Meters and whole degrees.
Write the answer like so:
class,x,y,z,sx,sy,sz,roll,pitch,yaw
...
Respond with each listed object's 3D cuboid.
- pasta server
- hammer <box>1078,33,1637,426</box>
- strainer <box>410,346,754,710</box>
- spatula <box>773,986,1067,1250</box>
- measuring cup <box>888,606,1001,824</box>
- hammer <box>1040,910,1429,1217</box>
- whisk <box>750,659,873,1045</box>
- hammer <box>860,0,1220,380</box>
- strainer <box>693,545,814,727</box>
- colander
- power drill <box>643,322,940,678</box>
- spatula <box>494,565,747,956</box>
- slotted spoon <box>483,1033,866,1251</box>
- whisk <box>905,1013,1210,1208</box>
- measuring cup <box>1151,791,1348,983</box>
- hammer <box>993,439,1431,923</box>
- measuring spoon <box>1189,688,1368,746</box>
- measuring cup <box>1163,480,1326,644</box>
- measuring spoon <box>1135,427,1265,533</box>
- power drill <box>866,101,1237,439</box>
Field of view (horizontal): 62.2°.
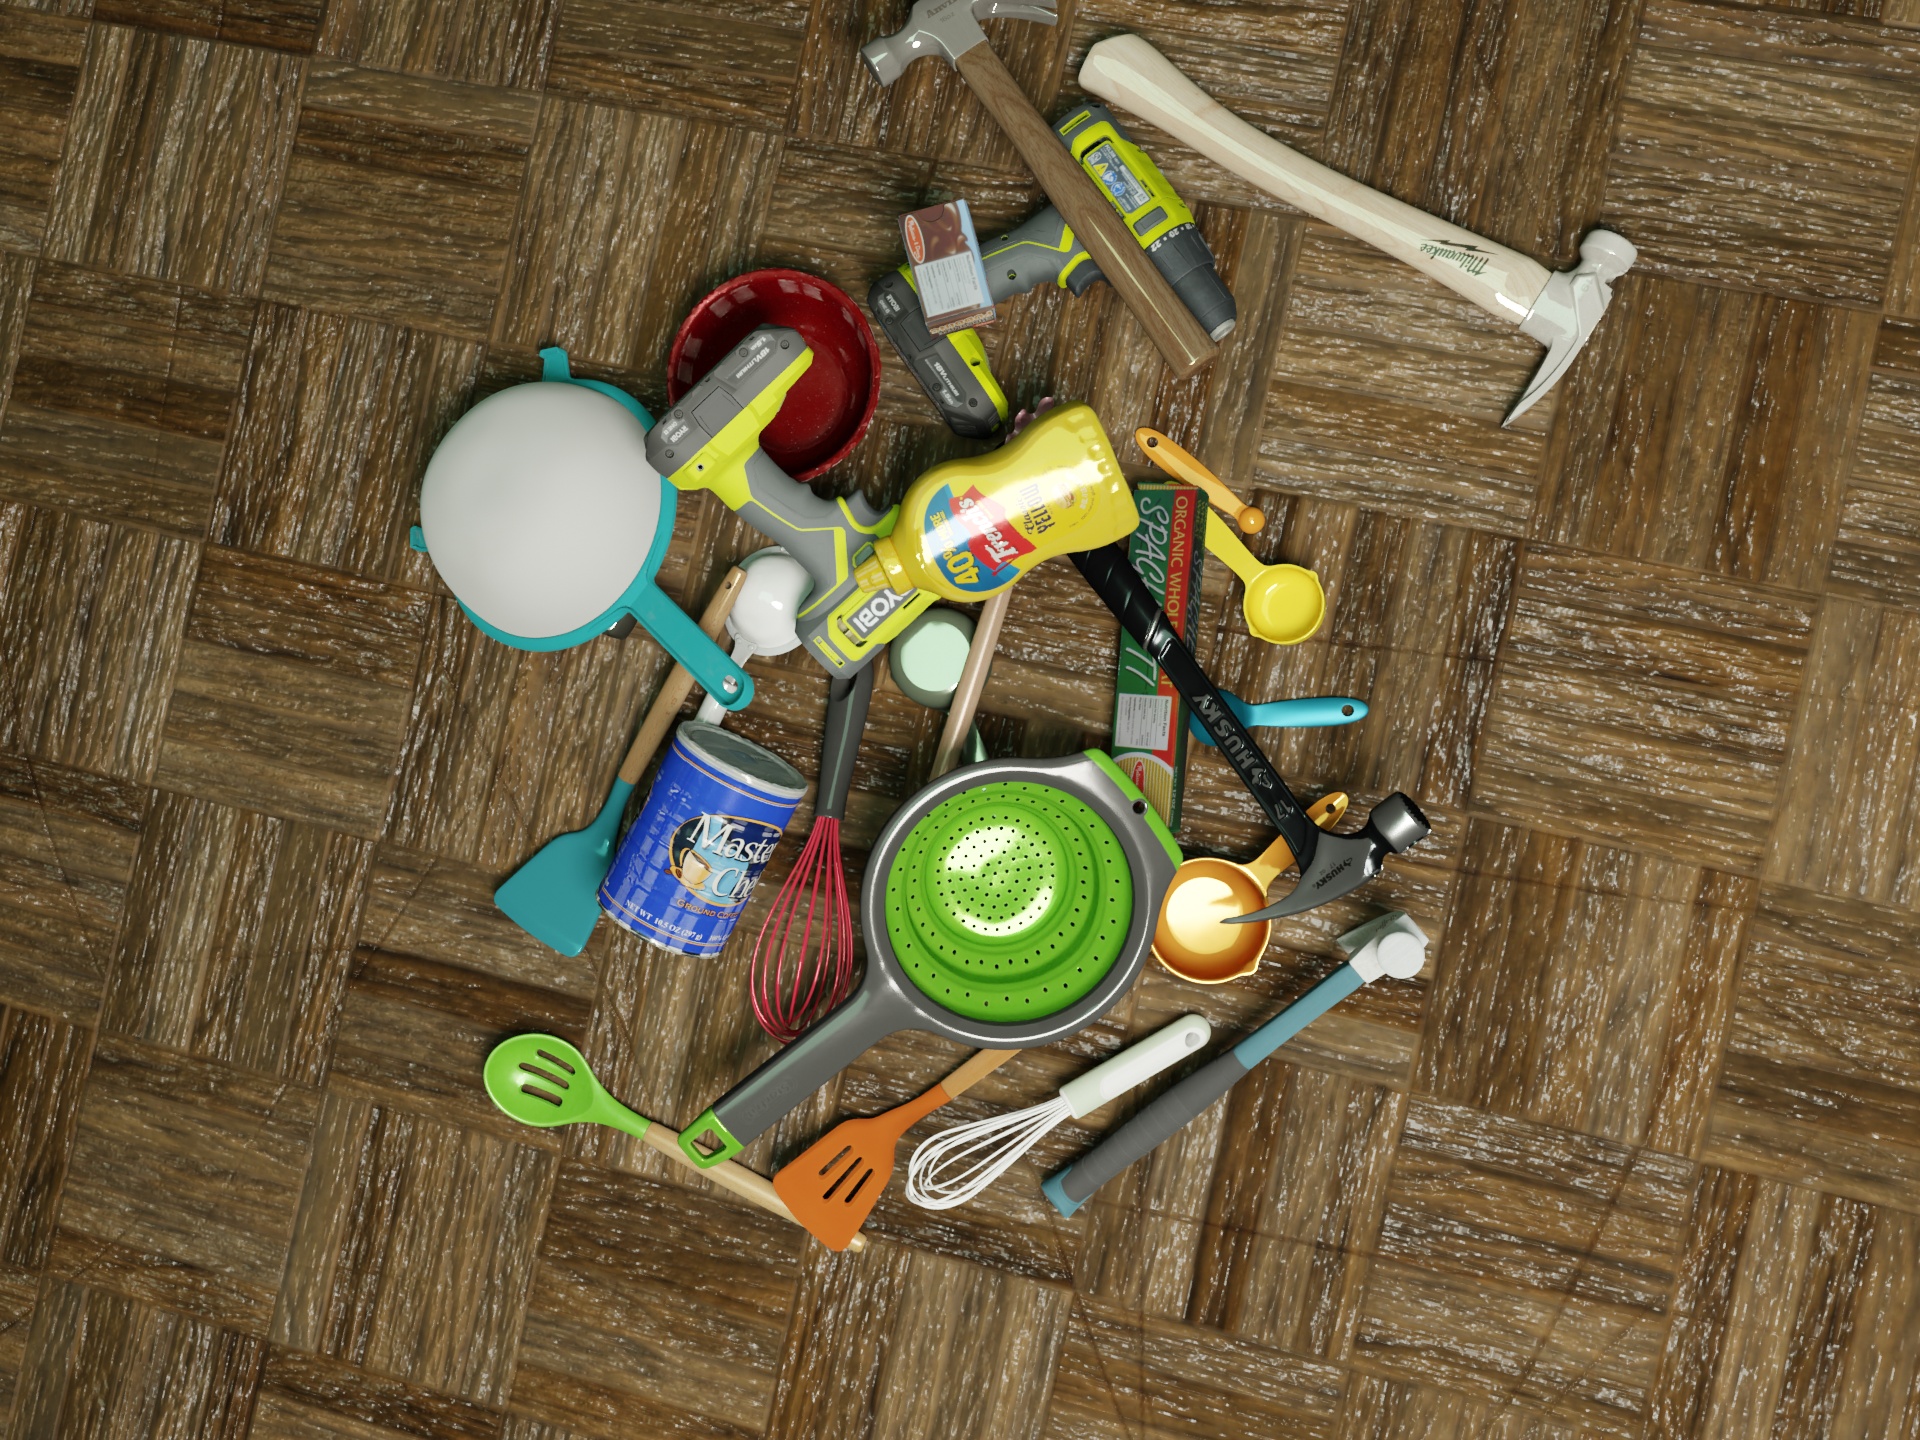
class,x,y,z,sx,sy,sz,roll,pitch,yaw
pasta server,0.022,-0.071,1.125,0.060,0.040,0.316,17,95,-4
hammer,0.262,-0.368,1.141,0.411,0.038,0.146,32,94,9
strainer,-0.277,-0.123,1.135,0.341,0.095,0.211,42,98,25
spatula,0.011,0.259,1.151,0.322,0.041,0.081,-37,107,4
measuring cup,-0.002,-0.004,1.163,0.083,0.038,0.168,-19,83,7
hammer,0.184,0.241,1.100,0.331,0.128,0.033,-41,82,14
whisk,-0.099,0.091,1.168,0.073,0.073,0.296,8,83,8
hammer,0.074,-0.376,1.102,0.130,0.031,0.331,-35,82,0
strainer,-0.174,-0.032,1.191,0.087,0.050,0.258,29,95,24
colander,-0.034,0.169,1.116,0.397,0.094,0.204,-38,101,1
power drill,-0.096,-0.162,1.116,0.171,0.080,0.223,-42,106,4
spatula,-0.240,0.024,1.182,0.082,0.044,0.317,33,103,12
slotted spoon,-0.212,0.321,1.189,0.314,0.031,0.070,25,92,7
whisk,0.070,0.276,1.128,0.246,0.059,0.057,-29,109,-5
measuring cup,0.205,0.112,1.125,0.173,0.052,0.095,-42,83,0
hammer,0.142,-0.044,1.105,0.149,0.036,0.409,-41,69,21
measuring spoon,0.227,-0.005,1.138,0.128,0.021,0.042,-3,88,9
measuring cup,0.202,-0.117,1.150,0.062,0.029,0.157,-45,71,12
measuring spoon,0.174,-0.176,1.158,0.117,0.011,0.021,40,94,8
power drill,0.067,-0.307,1.147,0.228,0.080,0.190,-35,83,3
